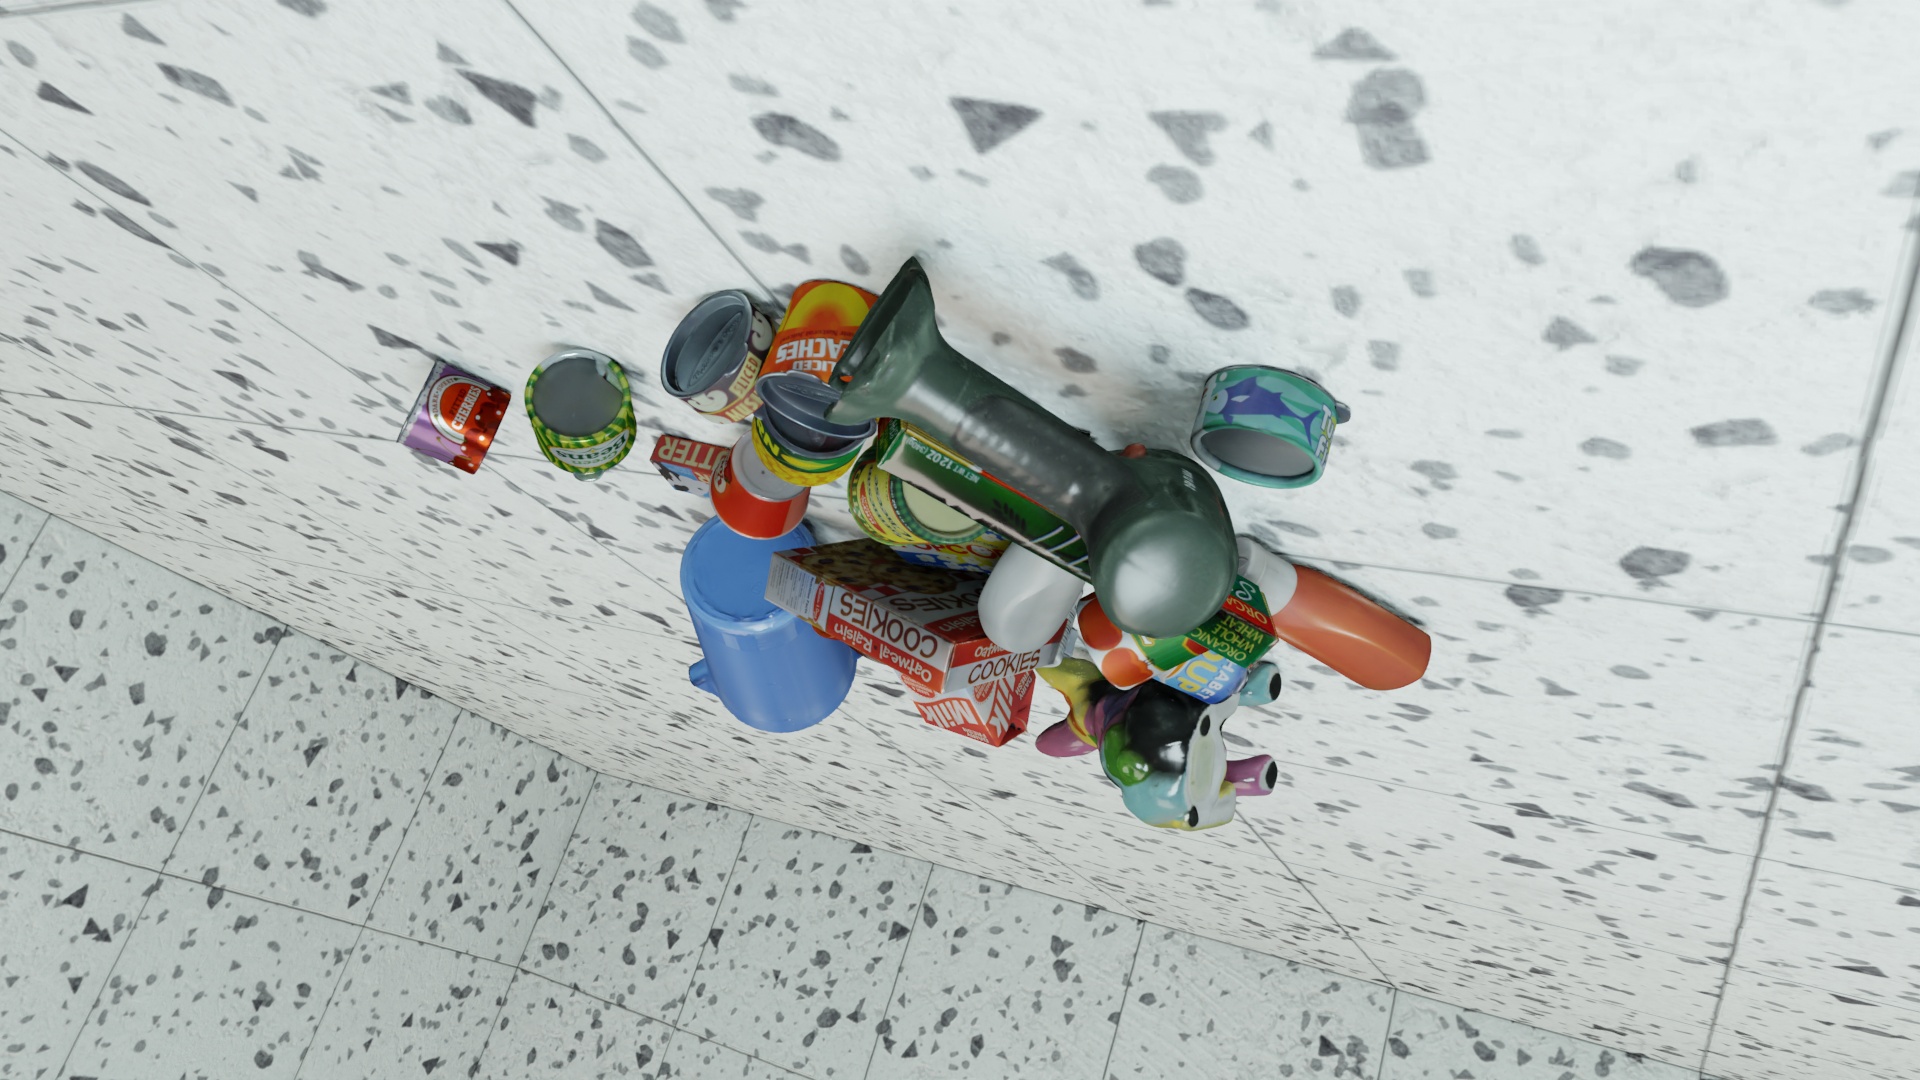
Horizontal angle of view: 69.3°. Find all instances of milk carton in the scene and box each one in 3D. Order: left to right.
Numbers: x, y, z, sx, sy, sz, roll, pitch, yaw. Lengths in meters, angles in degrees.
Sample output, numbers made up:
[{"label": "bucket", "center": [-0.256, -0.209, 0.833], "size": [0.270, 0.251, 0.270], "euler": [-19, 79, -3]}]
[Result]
[{"label": "milk carton", "center": [0.002, 0.099, 1.098], "size": [0.072, 0.074, 0.189], "euler": [15, 149, 30]}]

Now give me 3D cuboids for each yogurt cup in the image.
[{"label": "yogurt cup", "center": [-0.128, -0.041, 0.917], "size": [0.072, 0.073, 0.053], "euler": [22, 153, -10]}]

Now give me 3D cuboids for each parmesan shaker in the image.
[{"label": "parmesan shaker", "center": [-0.022, -0.033, 0.807], "size": [0.071, 0.071, 0.103], "euler": [25, 172, -17]}]

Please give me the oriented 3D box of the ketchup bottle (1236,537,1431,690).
[{"label": "ketchup bottle", "center": [0.219, 0.046, 0.857], "size": [0.149, 0.044, 0.064], "euler": [28, 158, -26]}]

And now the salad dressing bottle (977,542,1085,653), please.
[{"label": "salad dressing bottle", "center": [0.053, 0.008, 0.830], "size": [0.064, 0.044, 0.146], "euler": [-15, 147, -31]}]

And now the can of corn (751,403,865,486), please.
[{"label": "can of corn", "center": [-0.086, -0.069, 0.787], "size": [0.071, 0.071, 0.058], "euler": [21, 161, -7]}]

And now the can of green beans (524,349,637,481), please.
[{"label": "can of green beans", "center": [-0.246, -0.083, 0.902], "size": [0.071, 0.071, 0.057], "euler": [20, 161, -3]}]

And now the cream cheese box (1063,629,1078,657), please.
[{"label": "cream cheese box", "center": [0.043, 0.077, 1.143], "size": [0.053, 0.024, 0.103], "euler": [32, 157, -30]}]

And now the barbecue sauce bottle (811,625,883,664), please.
[{"label": "barbecue sauce bottle", "center": [-0.065, 0.065, 1.094], "size": [0.044, 0.065, 0.148], "euler": [23, -178, 26]}]

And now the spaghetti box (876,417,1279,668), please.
[{"label": "spaghetti box", "center": [0.066, -0.004, 0.748], "size": [0.250, 0.050, 0.028], "euler": [28, 118, -19]}]

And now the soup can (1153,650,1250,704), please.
[{"label": "soup can", "center": [0.149, 0.067, 0.943], "size": [0.084, 0.071, 0.071], "euler": [25, 160, -16]}]

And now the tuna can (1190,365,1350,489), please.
[{"label": "tuna can", "center": [0.148, -0.053, 0.665], "size": [0.071, 0.033, 0.071], "euler": [17, 161, 6]}]

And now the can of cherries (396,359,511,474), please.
[{"label": "can of cherries", "center": [-0.363, -0.089, 0.998], "size": [0.058, 0.072, 0.071], "euler": [26, 160, -21]}]

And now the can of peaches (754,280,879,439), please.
[{"label": "can of peaches", "center": [-0.065, -0.094, 0.714], "size": [0.071, 0.058, 0.071], "euler": [17, 161, 6]}]

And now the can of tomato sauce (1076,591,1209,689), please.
[{"label": "can of tomato sauce", "center": [0.123, 0.046, 0.862], "size": [0.083, 0.071, 0.071], "euler": [-29, 138, 23]}]

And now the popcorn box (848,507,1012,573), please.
[{"label": "popcorn box", "center": [0.003, -0.011, 0.911], "size": [0.126, 0.038, 0.085], "euler": [6, 159, 32]}]

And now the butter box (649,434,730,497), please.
[{"label": "butter box", "center": [-0.165, -0.046, 0.997], "size": [0.103, 0.024, 0.053], "euler": [13, 161, 17]}]

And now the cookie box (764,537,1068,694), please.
[{"label": "cookie box", "center": [-0.030, 0.045, 0.949], "size": [0.167, 0.040, 0.123], "euler": [24, -159, 35]}]

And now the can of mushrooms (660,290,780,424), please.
[{"label": "can of mushrooms", "center": [-0.125, -0.097, 0.746], "size": [0.071, 0.071, 0.033], "euler": [2, 156, 40]}]

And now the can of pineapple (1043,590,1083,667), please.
[{"label": "can of pineapple", "center": [0.049, 0.054, 1.020], "size": [0.071, 0.058, 0.070], "euler": [17, 161, 6]}]
